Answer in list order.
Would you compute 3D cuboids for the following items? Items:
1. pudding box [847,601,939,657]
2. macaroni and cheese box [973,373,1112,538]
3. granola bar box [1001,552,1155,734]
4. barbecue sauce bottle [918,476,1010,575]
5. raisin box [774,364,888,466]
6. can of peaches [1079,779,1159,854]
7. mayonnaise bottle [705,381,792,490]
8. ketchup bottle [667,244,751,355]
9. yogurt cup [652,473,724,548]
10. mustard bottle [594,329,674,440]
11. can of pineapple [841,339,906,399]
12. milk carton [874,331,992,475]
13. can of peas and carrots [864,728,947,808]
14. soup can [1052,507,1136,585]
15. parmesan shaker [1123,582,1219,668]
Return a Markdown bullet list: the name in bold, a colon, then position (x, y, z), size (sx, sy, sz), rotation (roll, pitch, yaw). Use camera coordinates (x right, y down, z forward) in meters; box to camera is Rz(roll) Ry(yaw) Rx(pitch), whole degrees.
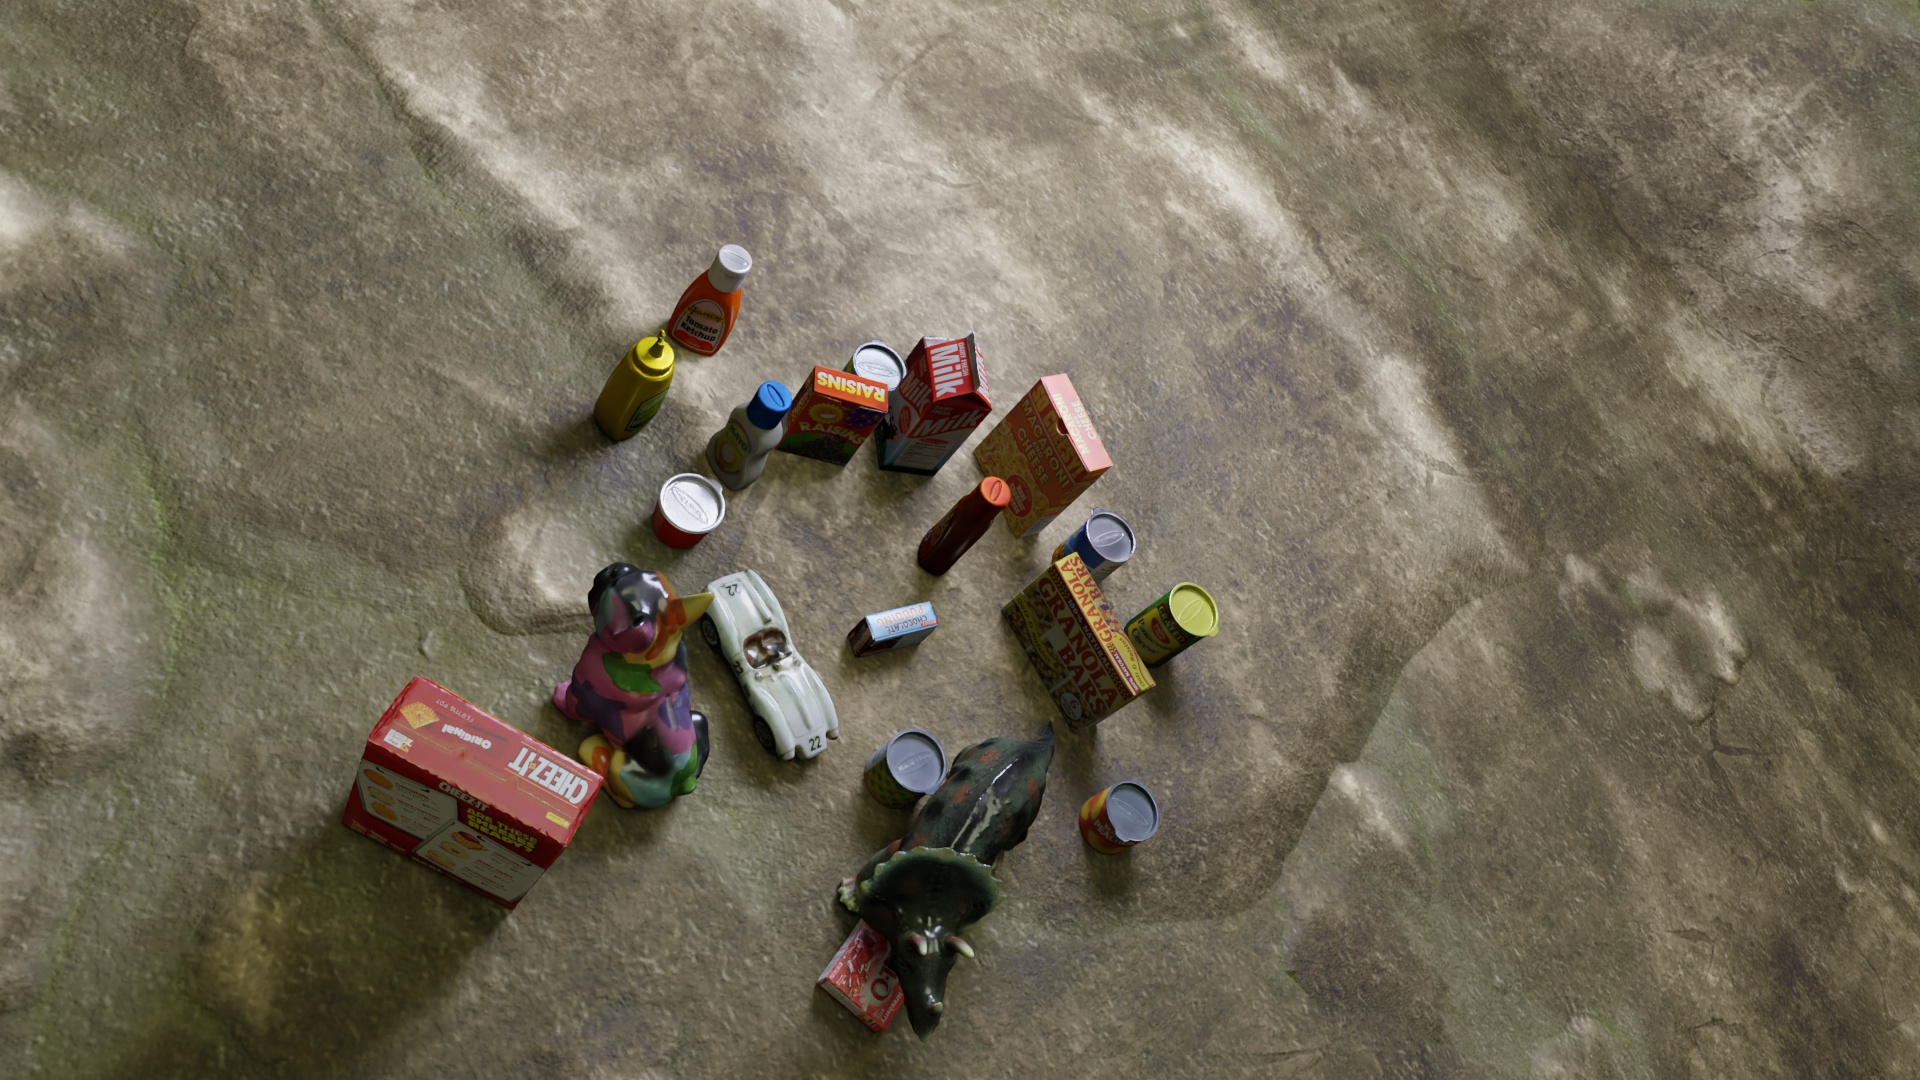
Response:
- **pudding box**: position (-0.070, 0.094, 1.458), size (0.084, 0.049, 0.030), rotation (-12, 70, -34)
- **macaroni and cheese box**: position (0.090, -0.094, 1.582), size (0.040, 0.165, 0.124), rotation (-14, 71, -35)
- **granola bar box**: position (0.125, 0.114, 1.509), size (0.039, 0.123, 0.166), rotation (-21, 75, -36)
- **barbecue sauce bottle**: position (0.005, -0.019, 1.502), size (0.043, 0.148, 0.065), rotation (30, 53, -11)
- **raisin box**: position (-0.140, -0.133, 1.502), size (0.086, 0.122, 0.040), rotation (14, 58, -22)
- **can of peaches**: position (0.167, 0.295, 1.470), size (0.071, 0.057, 0.071), rotation (14, 58, -22)
- **mayonnaise bottle**: position (-0.216, -0.111, 1.431), size (0.041, 0.147, 0.065), rotation (-28, 80, -37)
- **ketchup bottle**: position (-0.264, -0.259, 1.489), size (0.065, 0.148, 0.044), rotation (24, 54, -16)
- **yogurt cup**: position (-0.279, -0.027, 1.408), size (0.072, 0.053, 0.073), rotation (14, 58, -22)
- **mustard bottle**: position (-0.320, -0.160, 1.393), size (0.049, 0.159, 0.065), rotation (48, 51, 2)
- **can of pineapple**: position (-0.103, -0.186, 1.596), size (0.071, 0.057, 0.071), rotation (14, 58, -22)
- **milk carton**: position (-0.024, -0.150, 1.534), size (0.073, 0.189, 0.072), rotation (6, 61, -27)
- **can of peas and carrots**: position (-0.053, 0.230, 1.384), size (0.071, 0.058, 0.071), rotation (14, 58, -22)
- **soup can**: position (0.153, 0.011, 1.609), size (0.071, 0.083, 0.071), rotation (14, 58, -22)
- **parmesan shaker**: position (0.242, 0.101, 1.595), size (0.071, 0.102, 0.071), rotation (14, 58, -22)
